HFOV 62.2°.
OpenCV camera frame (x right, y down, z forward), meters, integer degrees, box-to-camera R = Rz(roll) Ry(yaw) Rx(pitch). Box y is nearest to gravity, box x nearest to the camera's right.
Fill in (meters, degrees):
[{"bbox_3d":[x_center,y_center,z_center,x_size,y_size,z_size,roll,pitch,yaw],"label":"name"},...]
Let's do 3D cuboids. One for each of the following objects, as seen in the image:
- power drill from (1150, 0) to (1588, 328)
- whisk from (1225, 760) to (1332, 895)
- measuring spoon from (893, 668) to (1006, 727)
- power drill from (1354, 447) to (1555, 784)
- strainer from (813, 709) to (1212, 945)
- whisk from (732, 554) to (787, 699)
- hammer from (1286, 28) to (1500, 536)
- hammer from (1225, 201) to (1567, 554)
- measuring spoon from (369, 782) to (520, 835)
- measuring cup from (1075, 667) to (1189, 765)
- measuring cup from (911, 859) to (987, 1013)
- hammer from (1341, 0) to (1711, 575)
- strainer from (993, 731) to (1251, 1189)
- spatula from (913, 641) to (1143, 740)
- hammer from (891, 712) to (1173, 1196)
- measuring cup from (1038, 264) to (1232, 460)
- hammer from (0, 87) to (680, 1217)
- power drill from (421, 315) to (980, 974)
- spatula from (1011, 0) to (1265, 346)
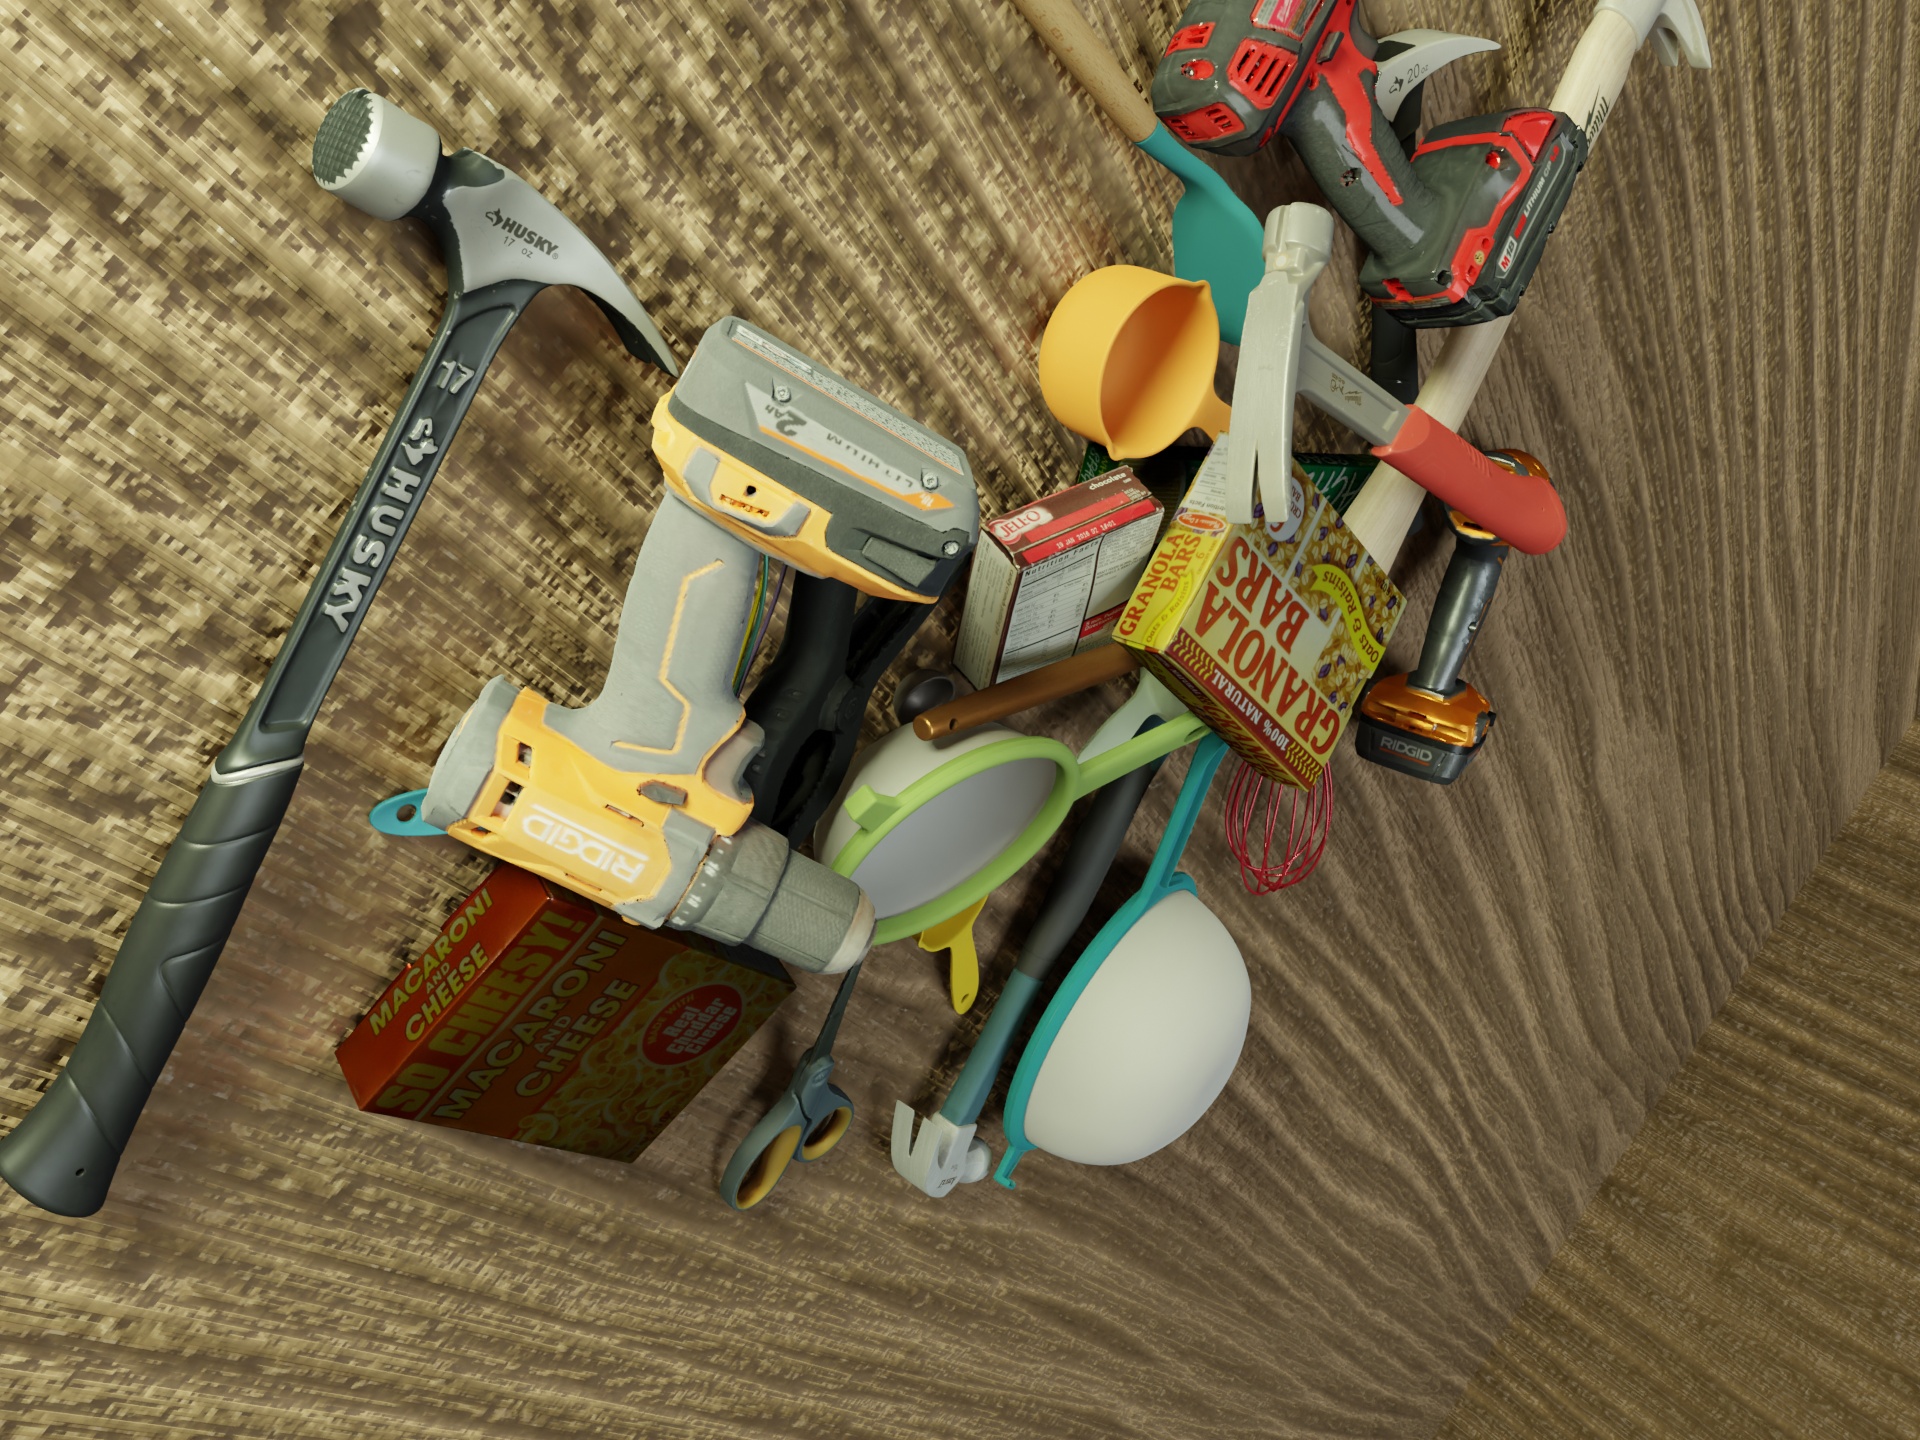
[{"bbox_3d":[0.200,-0.300,0.770,0.219,0.079,0.143,29,84,-31],"label":"power drill"},{"bbox_3d":[0.226,-0.014,1.056,0.073,0.073,0.295,-16,120,-41],"label":"whisk"},{"bbox_3d":[-0.001,-0.003,0.847,0.034,0.018,0.124,-44,150,9],"label":"measuring spoon"},{"bbox_3d":[0.359,-0.081,1.127,0.164,0.084,0.226,-21,128,-61],"label":"power drill"},{"bbox_3d":[0.024,0.023,0.824,0.256,0.069,0.151,-24,151,-27],"label":"strainer"},{"bbox_3d":[-0.114,-0.001,0.699,0.047,0.051,0.244,-65,168,-58],"label":"whisk"},{"bbox_3d":[0.263,-0.244,0.953,0.146,0.035,0.334,-40,139,-21],"label":"hammer"},{"bbox_3d":[0.247,-0.136,0.852,0.358,0.037,0.149,14,82,-50],"label":"hammer"},{"bbox_3d":[-0.184,0.029,0.667,0.128,0.021,0.042,-7,112,-35],"label":"measuring spoon"},{"bbox_3d":[0.118,-0.010,0.911,0.167,0.038,0.083,-44,118,-38],"label":"measuring cup"},{"bbox_3d":[-0.009,0.127,0.924,0.062,0.029,0.156,-42,152,-24],"label":"measuring cup"},{"bbox_3d":[0.319,-0.249,0.937,0.146,0.038,0.410,21,96,-46],"label":"hammer"},{"bbox_3d":[0.140,0.159,0.994,0.211,0.095,0.340,-30,145,-47],"label":"strainer"},{"bbox_3d":[0.102,-0.035,0.825,0.322,0.041,0.081,-20,119,-42],"label":"spatula"},{"bbox_3d":[0.049,0.143,0.976,0.331,0.033,0.128,-63,155,3],"label":"hammer"},{"bbox_3d":[0.103,-0.170,0.815,0.173,0.052,0.095,21,99,-54],"label":"measuring cup"},{"bbox_3d":[-0.238,-0.002,0.568,0.149,0.036,0.409,21,99,-53],"label":"hammer"},{"bbox_3d":[-0.076,-0.013,0.610,0.185,0.084,0.226,29,107,-15],"label":"power drill"},{"bbox_3d":[0.063,-0.268,0.703,0.317,0.082,0.044,32,89,-46],"label":"spatula"}]
